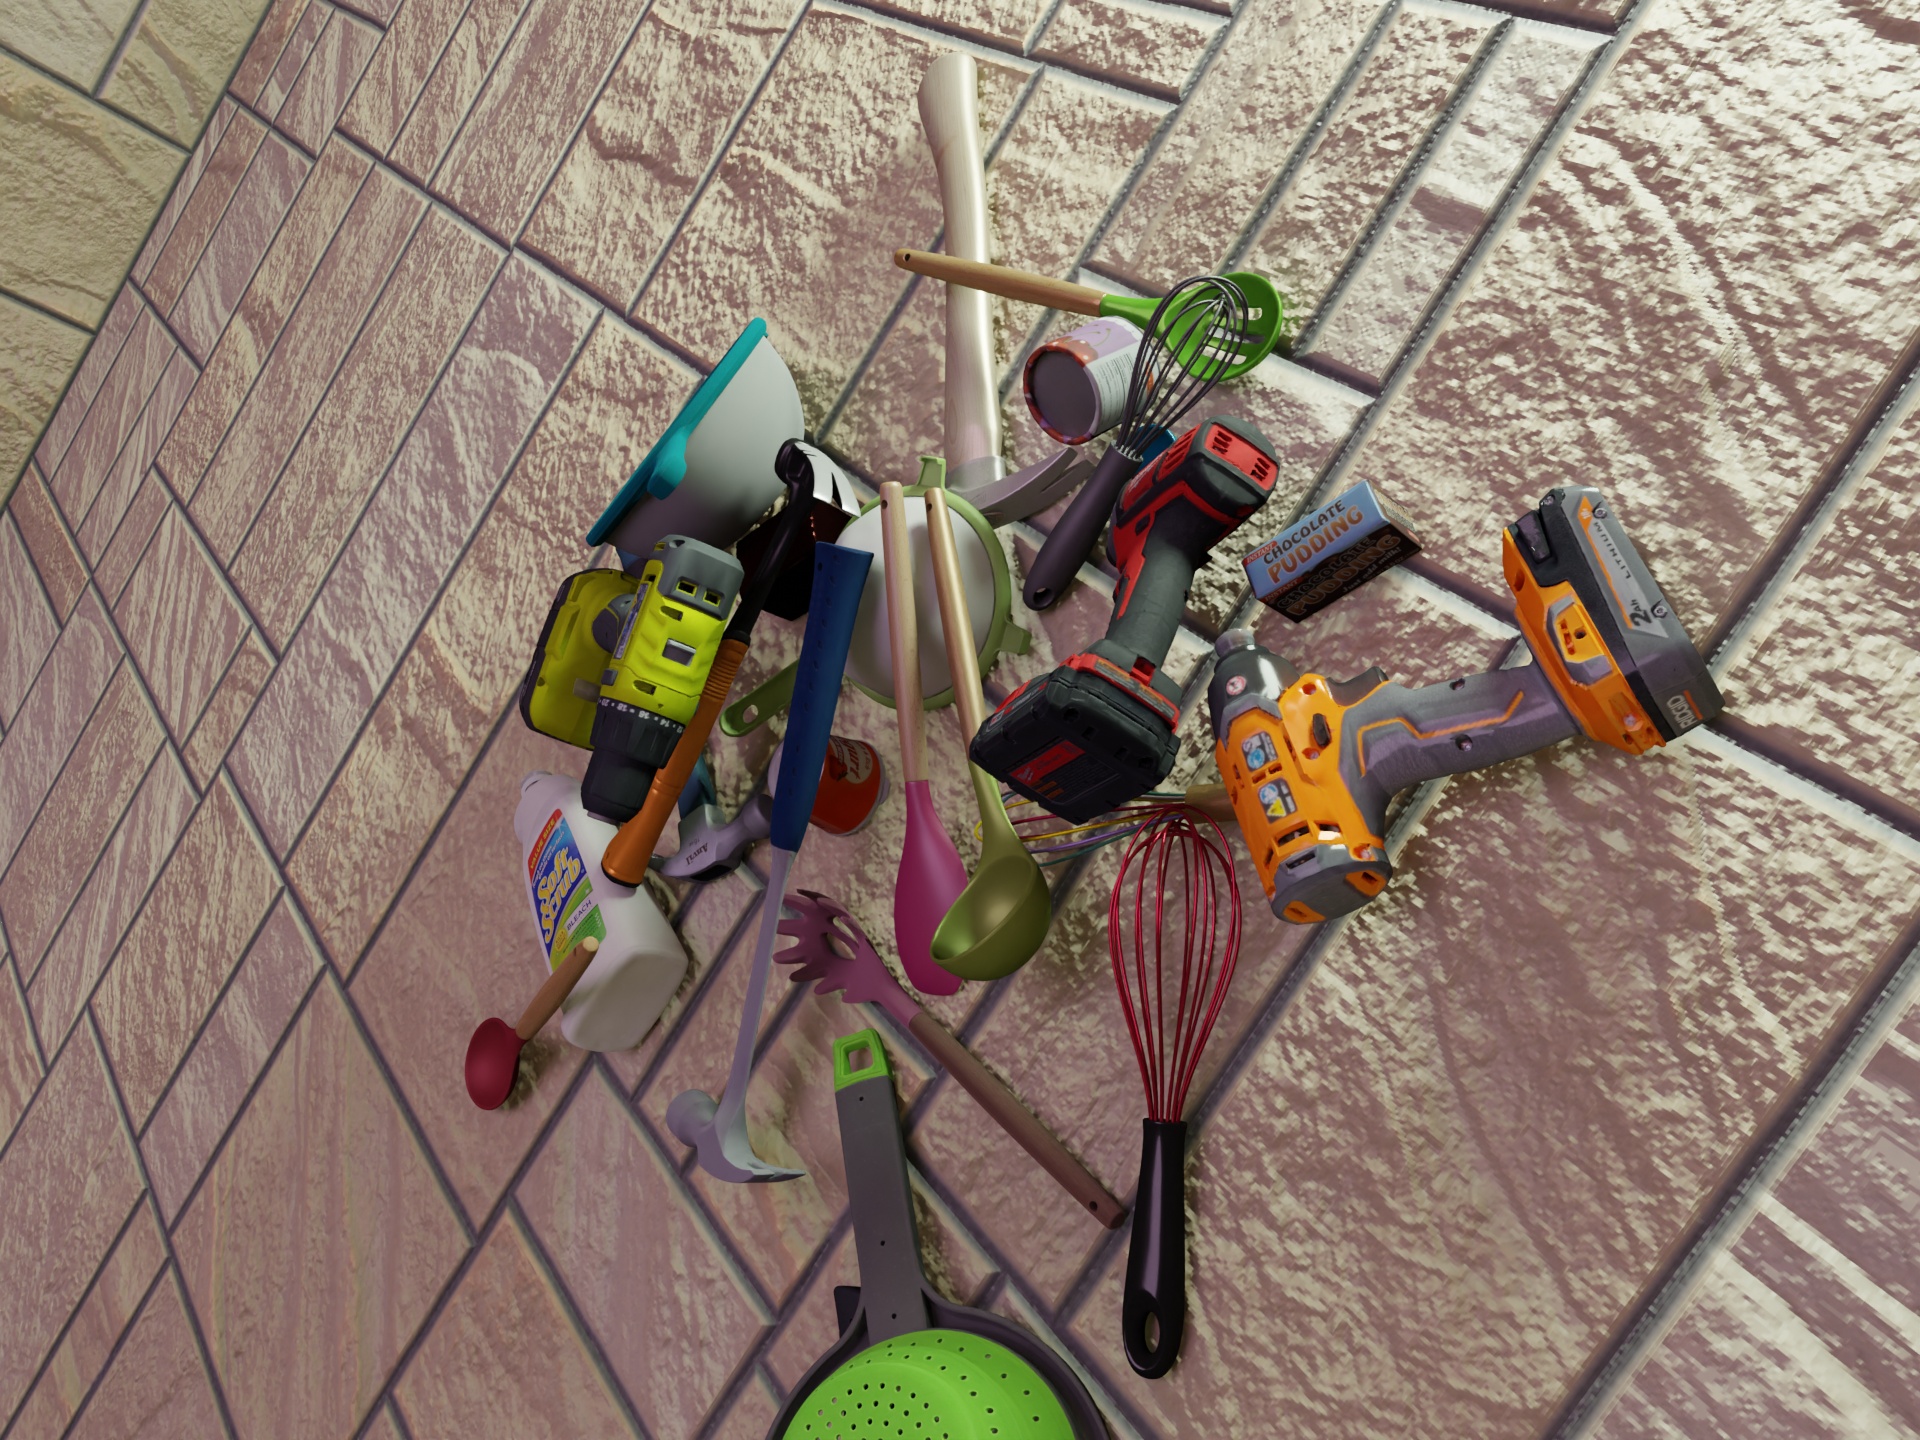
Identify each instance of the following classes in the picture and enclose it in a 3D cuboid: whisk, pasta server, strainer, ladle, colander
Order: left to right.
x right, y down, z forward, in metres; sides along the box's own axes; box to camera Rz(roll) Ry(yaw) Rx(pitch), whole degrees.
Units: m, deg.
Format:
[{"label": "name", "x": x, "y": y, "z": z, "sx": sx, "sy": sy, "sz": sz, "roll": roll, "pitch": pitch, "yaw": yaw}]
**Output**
[{"label": "ladle", "x": -0.305, "y": 0.211, "z": 1.131, "sx": 0.315, "sy": 0.031, "sz": 0.069, "roll": -45, "pitch": 54, "yaw": 51}, {"label": "strainer", "x": -0.172, "y": -0.172, "z": 1.128, "sx": 0.211, "sy": 0.095, "sz": 0.341, "roll": -50, "pitch": 16, "yaw": 8}, {"label": "strainer", "x": -0.085, "y": -0.055, "z": 1.063, "sx": 0.256, "sy": 0.069, "sz": 0.151, "roll": -33, "pitch": 74, "yaw": 27}, {"label": "colander", "x": -0.043, "y": 0.329, "z": 0.853, "sx": 0.204, "sy": 0.094, "sz": 0.398, "roll": -21, "pitch": 50, "yaw": 9}, {"label": "pasta server", "x": -0.015, "y": 0.197, "z": 0.953, "sx": 0.316, "sy": 0.040, "sz": 0.060, "roll": 37, "pitch": 114, "yaw": 42}, {"label": "ladle", "x": -0.001, "y": -0.003, "z": 0.933, "sx": 0.078, "sy": 0.062, "sz": 0.320, "roll": -31, "pitch": 58, "yaw": 39}, {"label": "whisk", "x": 0.097, "y": -0.162, "z": 0.960, "sx": 0.239, "sy": 0.055, "sz": 0.055, "roll": -59, "pitch": 44, "yaw": 29}, {"label": "whisk", "x": 0.111, "y": 0.053, "z": 0.898, "sx": 0.245, "sy": 0.047, "sz": 0.051, "roll": -8, "pitch": 84, "yaw": 35}, {"label": "whisk", "x": 0.108, "y": 0.191, "z": 0.837, "sx": 0.073, "sy": 0.073, "sz": 0.296, "roll": -3, "pitch": 78, "yaw": 40}]

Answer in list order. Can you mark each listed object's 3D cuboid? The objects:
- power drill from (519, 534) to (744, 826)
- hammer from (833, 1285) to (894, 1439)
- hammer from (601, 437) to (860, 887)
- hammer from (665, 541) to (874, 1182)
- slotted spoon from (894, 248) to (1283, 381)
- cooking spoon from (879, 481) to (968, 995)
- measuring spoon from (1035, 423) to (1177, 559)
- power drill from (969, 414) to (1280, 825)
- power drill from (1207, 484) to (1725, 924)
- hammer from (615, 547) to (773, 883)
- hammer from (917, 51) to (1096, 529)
[{"label": "power drill", "x": -0.238, "y": -0.029, "z": 1.111, "sx": 0.229, "sy": 0.080, "sz": 0.190, "roll": 7, "pitch": 76, "yaw": 62}, {"label": "hammer", "x": -0.041, "y": 0.516, "z": 0.852, "sx": 0.149, "sy": 0.036, "sz": 0.409, "roll": -25, "pitch": 58, "yaw": 33}, {"label": "hammer", "x": -0.166, "y": -0.028, "z": 1.093, "sx": 0.337, "sy": 0.034, "sz": 0.127, "roll": -62, "pitch": 26, "yaw": 14}, {"label": "hammer", "x": -0.109, "y": 0.091, "z": 0.996, "sx": 0.144, "sy": 0.035, "sz": 0.405, "roll": 16, "pitch": 96, "yaw": 58}, {"label": "slotted spoon", "x": 0.075, "y": -0.277, "z": 1.038, "sx": 0.314, "sy": 0.031, "sz": 0.070, "roll": 23, "pitch": 95, "yaw": 34}, {"label": "cooking spoon", "x": -0.030, "y": 0.012, "z": 0.984, "sx": 0.069, "sy": 0.017, "sz": 0.319, "roll": -4, "pitch": 91, "yaw": 44}, {"label": "measuring spoon", "x": 0.094, "y": -0.136, "z": 1.008, "sx": 0.128, "sy": 0.021, "sz": 0.042, "roll": -43, "pitch": 64, "yaw": 32}, {"label": "power drill", "x": 0.094, "y": -0.059, "z": 0.888, "sx": 0.220, "sy": 0.078, "sz": 0.143, "roll": -64, "pitch": 13, "yaw": -26}, {"label": "power drill", "x": 0.229, "y": -0.018, "z": 0.782, "sx": 0.226, "sy": 0.084, "sz": 0.164, "roll": -31, "pitch": 55, "yaw": 22}, {"label": "hammer", "x": -0.220, "y": -0.021, "z": 1.220, "sx": 0.128, "sy": 0.033, "sz": 0.331, "roll": -37, "pitch": 53, "yaw": 23}, {"label": "hammer", "x": 0.013, "y": -0.320, "z": 1.134, "sx": 0.146, "sy": 0.038, "sz": 0.411, "roll": -20, "pitch": 61, "yaw": 33}]
